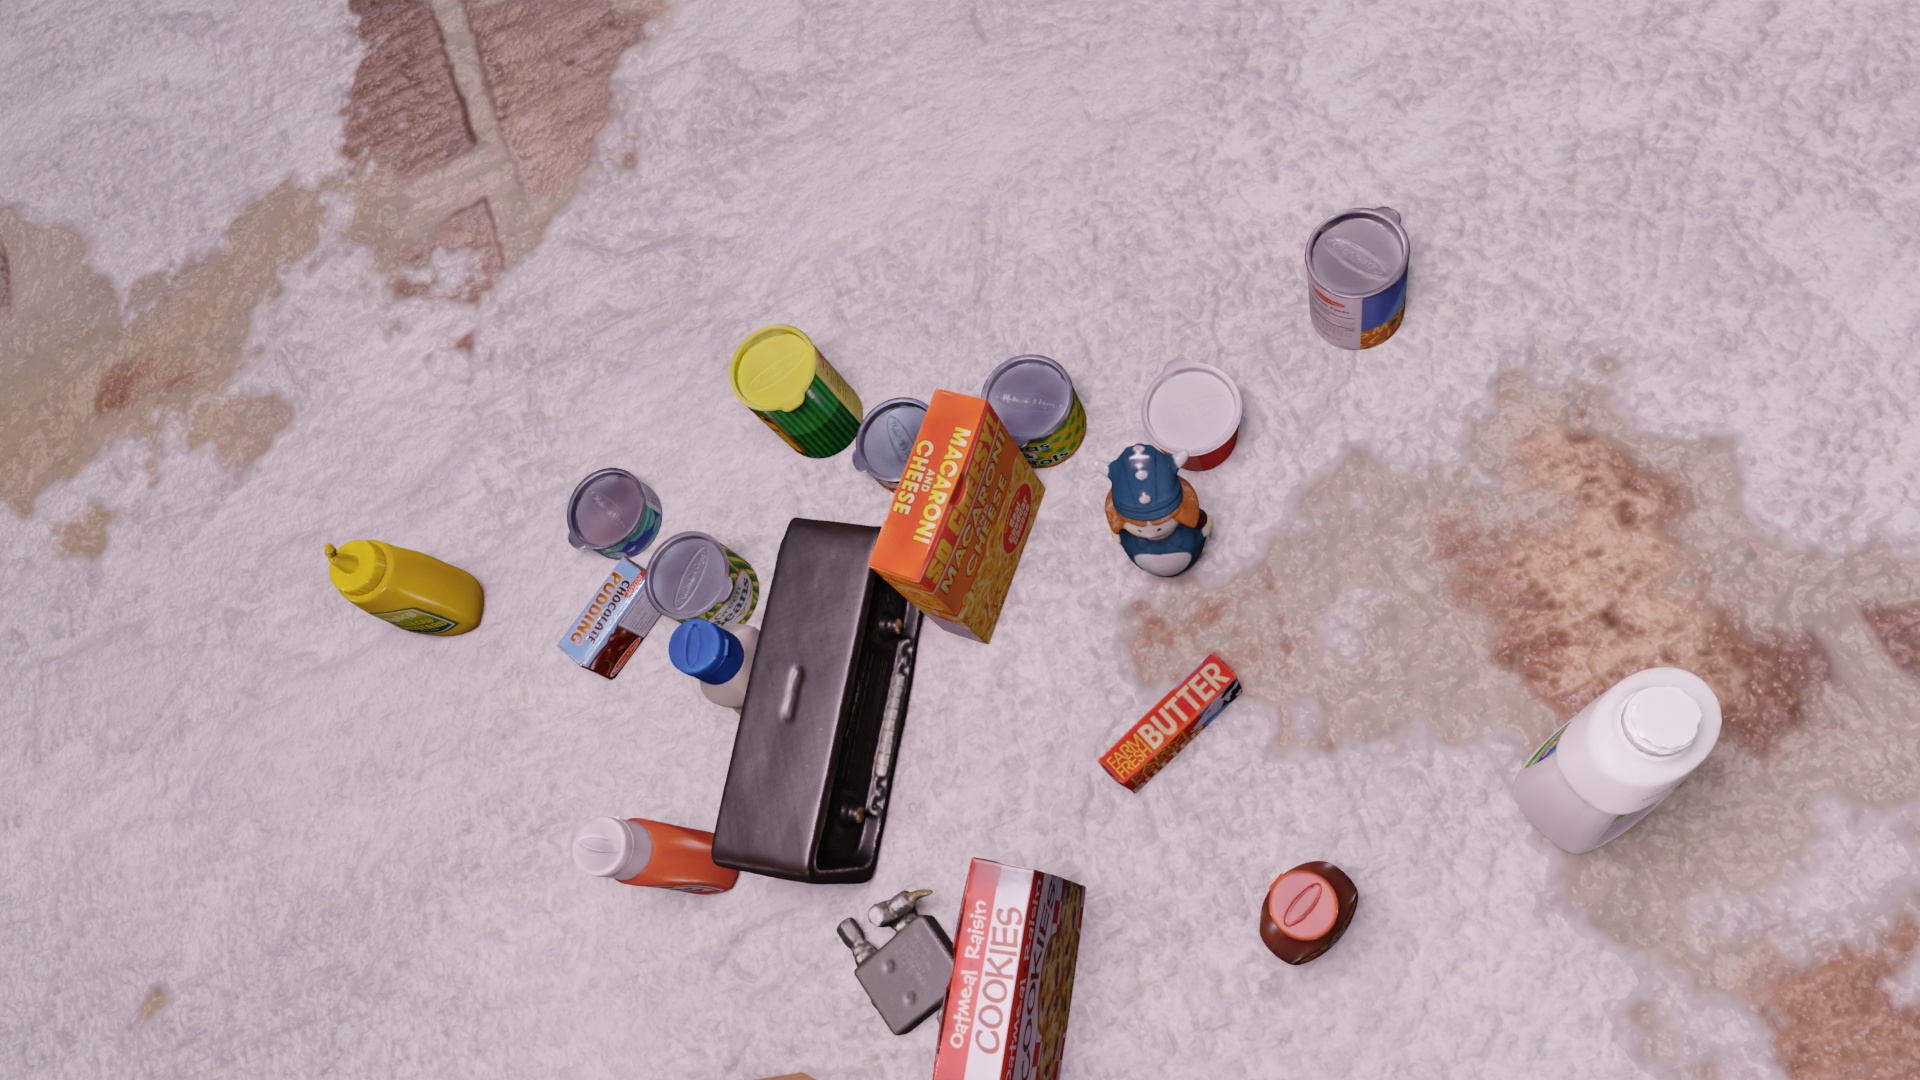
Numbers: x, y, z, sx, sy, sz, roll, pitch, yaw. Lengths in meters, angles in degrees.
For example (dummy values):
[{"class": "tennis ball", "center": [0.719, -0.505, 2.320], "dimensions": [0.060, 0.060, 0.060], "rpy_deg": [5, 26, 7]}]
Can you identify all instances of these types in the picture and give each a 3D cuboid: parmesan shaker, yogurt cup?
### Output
[{"class": "parmesan shaker", "center": [-0.118, -0.105, 1.019], "dimensions": [0.071, 0.103, 0.071], "rpy_deg": [-5, 72, 14]}, {"class": "yogurt cup", "center": [0.162, -0.082, 0.960], "dimensions": [0.072, 0.054, 0.072], "rpy_deg": [-5, 71, 14]}]

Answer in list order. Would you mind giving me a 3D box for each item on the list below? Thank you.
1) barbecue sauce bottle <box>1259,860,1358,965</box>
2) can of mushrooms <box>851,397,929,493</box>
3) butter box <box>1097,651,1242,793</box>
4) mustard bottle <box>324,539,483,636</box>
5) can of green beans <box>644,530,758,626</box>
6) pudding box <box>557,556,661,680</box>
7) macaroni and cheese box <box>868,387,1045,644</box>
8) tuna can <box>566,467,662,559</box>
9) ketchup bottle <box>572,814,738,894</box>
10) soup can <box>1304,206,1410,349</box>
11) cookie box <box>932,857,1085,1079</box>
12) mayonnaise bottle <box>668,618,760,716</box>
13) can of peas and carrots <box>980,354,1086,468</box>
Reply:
[{"class": "barbecue sauce bottle", "center": [0.200, 0.213, 0.801], "dimensions": [0.044, 0.148, 0.065], "rpy_deg": [41, 87, 23]}, {"class": "can of mushrooms", "center": [-0.043, -0.068, 1.024], "dimensions": [0.071, 0.033, 0.071], "rpy_deg": [-5, 71, 14]}, {"class": "butter box", "center": [0.137, 0.119, 0.901], "dimensions": [0.103, 0.053, 0.024], "rpy_deg": [-43, 67, -1]}, {"class": "mustard bottle", "center": [-0.419, 0.032, 1.028], "dimensions": [0.065, 0.160, 0.049], "rpy_deg": [-9, 71, 13]}, {"class": "can of green beans", "center": [-0.188, 0.033, 1.018], "dimensions": [0.071, 0.057, 0.071], "rpy_deg": [-5, 71, 14]}, {"class": "pudding box", "center": [-0.255, 0.058, 1.033], "dimensions": [0.030, 0.049, 0.084], "rpy_deg": [32, 83, 22]}, {"class": "macaroni and cheese box", "center": [0.003, -0.012, 0.920], "dimensions": [0.040, 0.166, 0.124], "rpy_deg": [16, 78, 20]}, {"class": "tuna can", "center": [-0.268, -0.018, 1.071], "dimensions": [0.071, 0.032, 0.071], "rpy_deg": [-5, 71, 14]}, {"class": "ketchup bottle", "center": [-0.202, 0.207, 0.915], "dimensions": [0.065, 0.148, 0.043], "rpy_deg": [4, 74, 17]}, {"class": "soup can", "center": [0.272, -0.178, 0.944], "dimensions": [0.071, 0.083, 0.071], "rpy_deg": [-5, 72, 14]}, {"class": "cookie box", "center": [0.033, 0.258, 0.822], "dimensions": [0.040, 0.167, 0.123], "rpy_deg": [5, 74, 17]}, {"class": "mayonnaise bottle", "center": [-0.149, 0.087, 0.940], "dimensions": [0.041, 0.148, 0.065], "rpy_deg": [-4, 72, 15]}, {"class": "can of peas and carrots", "center": [0.053, -0.089, 0.990], "dimensions": [0.071, 0.058, 0.071], "rpy_deg": [-5, 71, 14]}]
